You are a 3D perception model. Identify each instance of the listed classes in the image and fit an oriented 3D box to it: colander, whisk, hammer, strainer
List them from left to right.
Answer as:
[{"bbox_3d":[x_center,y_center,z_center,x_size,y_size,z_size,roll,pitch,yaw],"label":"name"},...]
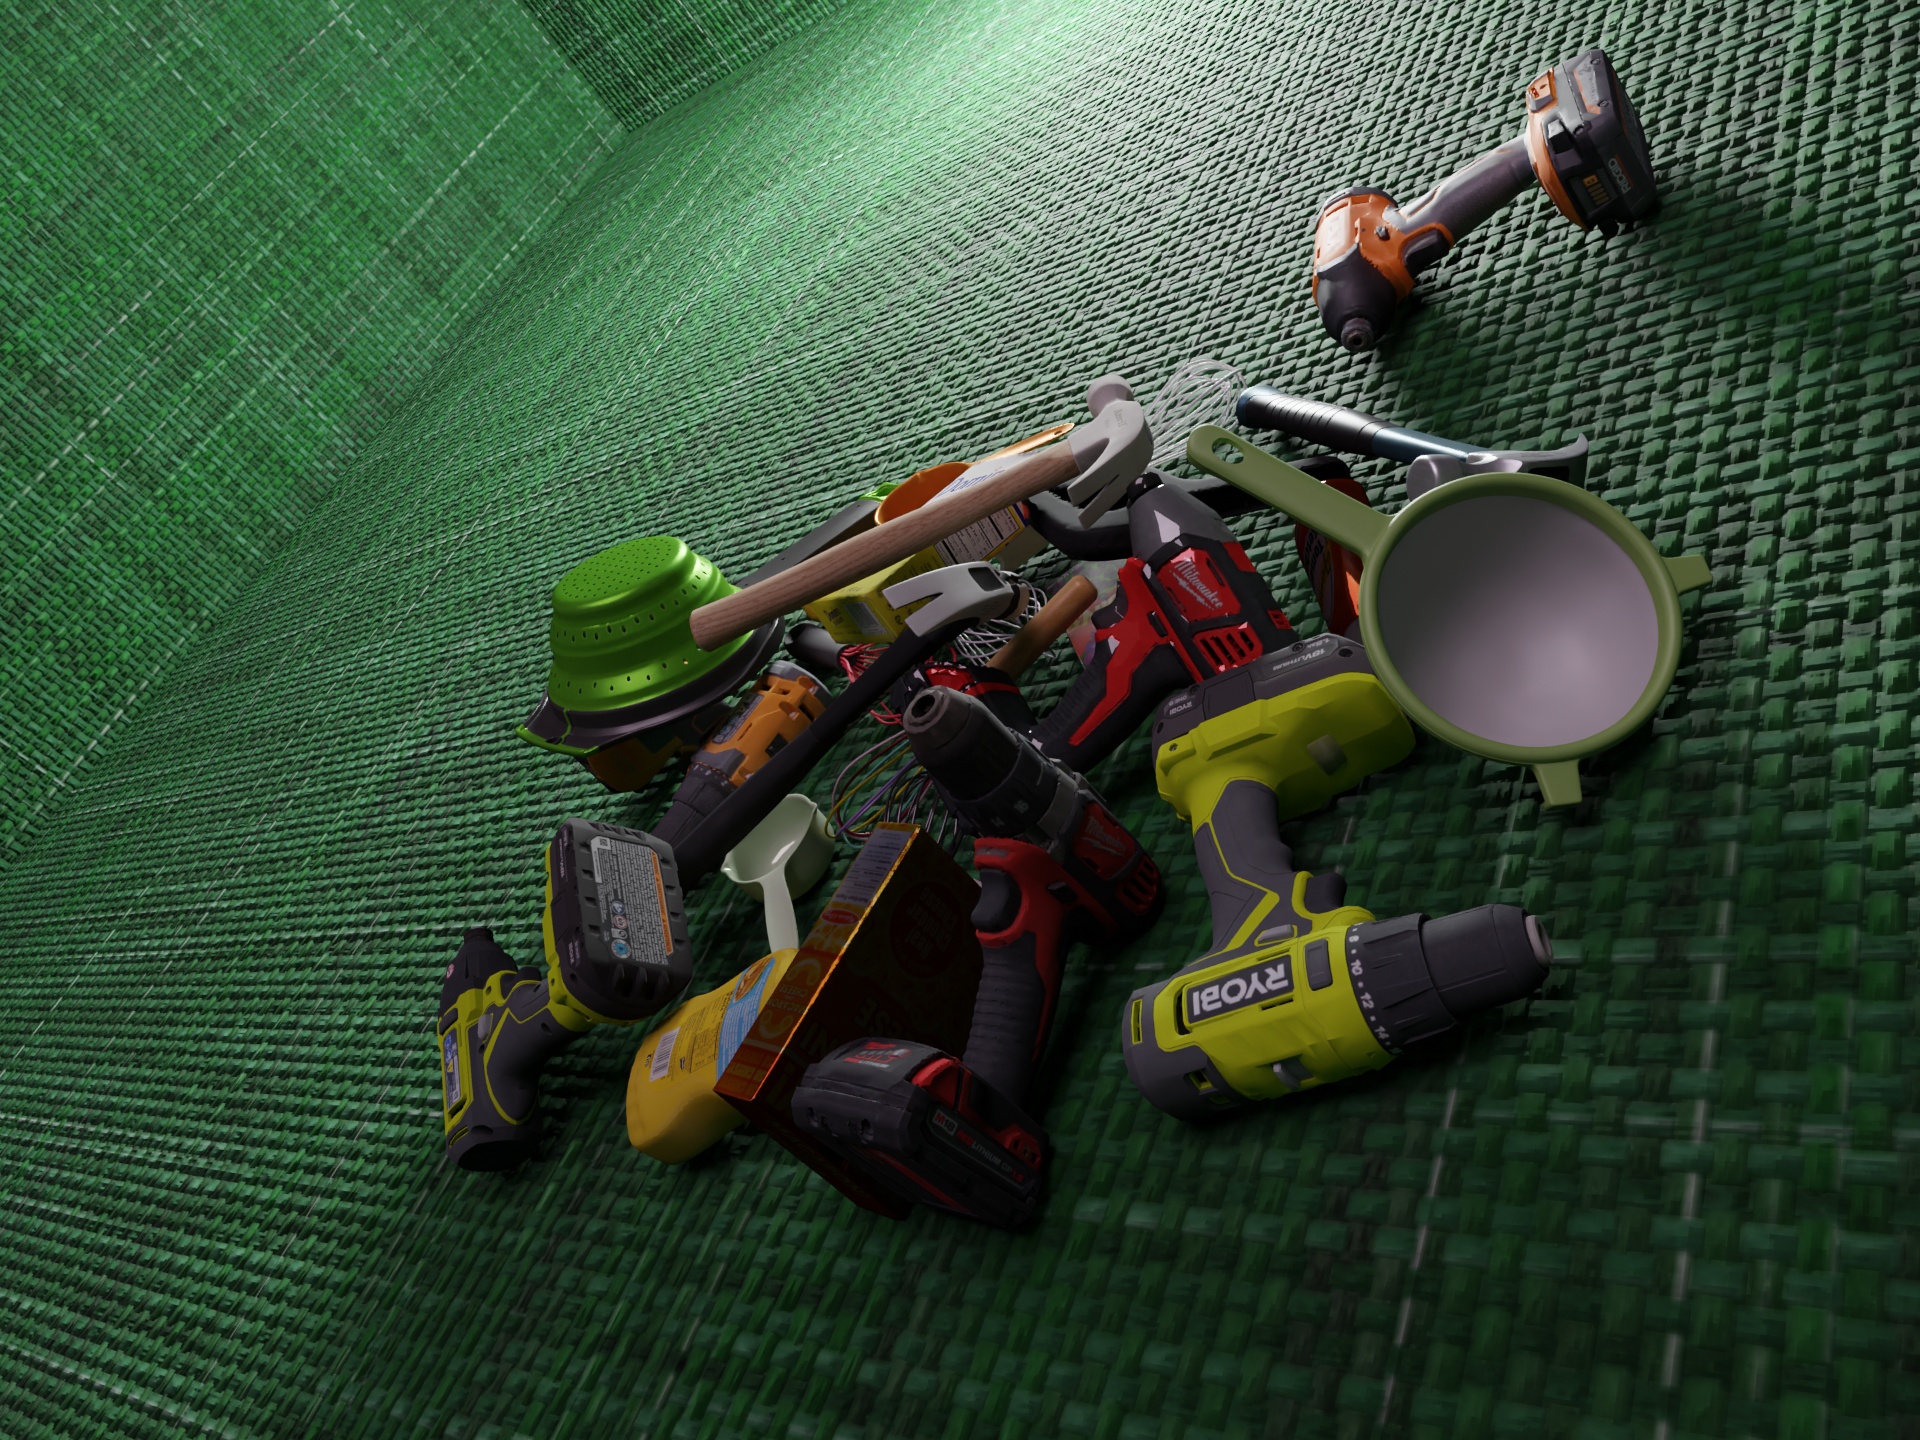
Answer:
[{"bbox_3d":[-0.192,-0.122,1.260,0.205,0.094,0.397,12,42,44],"label":"colander"},{"bbox_3d":[-0.101,0.020,1.018,0.334,0.035,0.146,-42,-11,19],"label":"hammer"},{"bbox_3d":[-0.075,-0.044,1.190,0.073,0.073,0.296,-48,25,-10],"label":"whisk"},{"bbox_3d":[-0.038,0.122,0.955,0.055,0.055,0.239,-16,44,35],"label":"whisk"},{"bbox_3d":[-0.029,-0.123,1.043,0.331,0.031,0.130,-24,33,11],"label":"hammer"},{"bbox_3d":[-0.010,-0.086,1.169,0.070,0.070,0.285,-46,27,-8],"label":"whisk"},{"bbox_3d":[-0.002,-0.003,1.037,0.245,0.047,0.051,-45,35,14],"label":"whisk"},{"bbox_3d":[0.108,-0.179,1.173,0.246,0.058,0.059,-37,-3,12],"label":"whisk"},{"bbox_3d":[0.253,-0.171,0.965,0.128,0.033,0.331,-4,19,-16],"label":"hammer"},{"bbox_3d":[0.222,-0.068,0.791,0.256,0.069,0.151,32,74,14],"label":"strainer"}]

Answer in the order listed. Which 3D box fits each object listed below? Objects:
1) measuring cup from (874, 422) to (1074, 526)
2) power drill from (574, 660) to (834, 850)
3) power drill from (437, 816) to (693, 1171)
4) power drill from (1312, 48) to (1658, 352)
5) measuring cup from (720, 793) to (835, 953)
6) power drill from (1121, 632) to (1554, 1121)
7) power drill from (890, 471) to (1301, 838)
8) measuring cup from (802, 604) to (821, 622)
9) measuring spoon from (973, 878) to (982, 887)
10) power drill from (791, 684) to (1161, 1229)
[{"bbox_3d":[0.019,-0.177,1.258,0.173,0.052,0.095,-25,30,6],"label":"measuring cup"},{"bbox_3d":[-0.220,0.028,1.237,0.226,0.084,0.185,12,60,47],"label":"power drill"},{"bbox_3d":[-0.272,0.168,1.039,0.223,0.080,0.171,-43,47,32],"label":"power drill"},{"bbox_3d":[0.343,-0.339,1.078,0.226,0.084,0.164,-23,37,34],"label":"power drill"},{"bbox_3d":[-0.112,0.116,1.050,0.083,0.038,0.168,-34,34,11],"label":"measuring cup"},{"bbox_3d":[0.172,0.069,0.765,0.190,0.080,0.229,-24,38,26],"label":"power drill"},{"bbox_3d":[0.075,-0.035,0.923,0.219,0.078,0.143,-35,73,22],"label":"power drill"},{"bbox_3d":[-0.066,-0.132,1.324,0.156,0.029,0.062,-36,28,-13],"label":"measuring cup"},{"bbox_3d":[0.008,0.099,0.918,0.124,0.018,0.034,15,61,29],"label":"measuring spoon"},{"bbox_3d":[0.005,0.112,0.791,0.080,0.187,0.227,-2,53,45],"label":"power drill"}]
